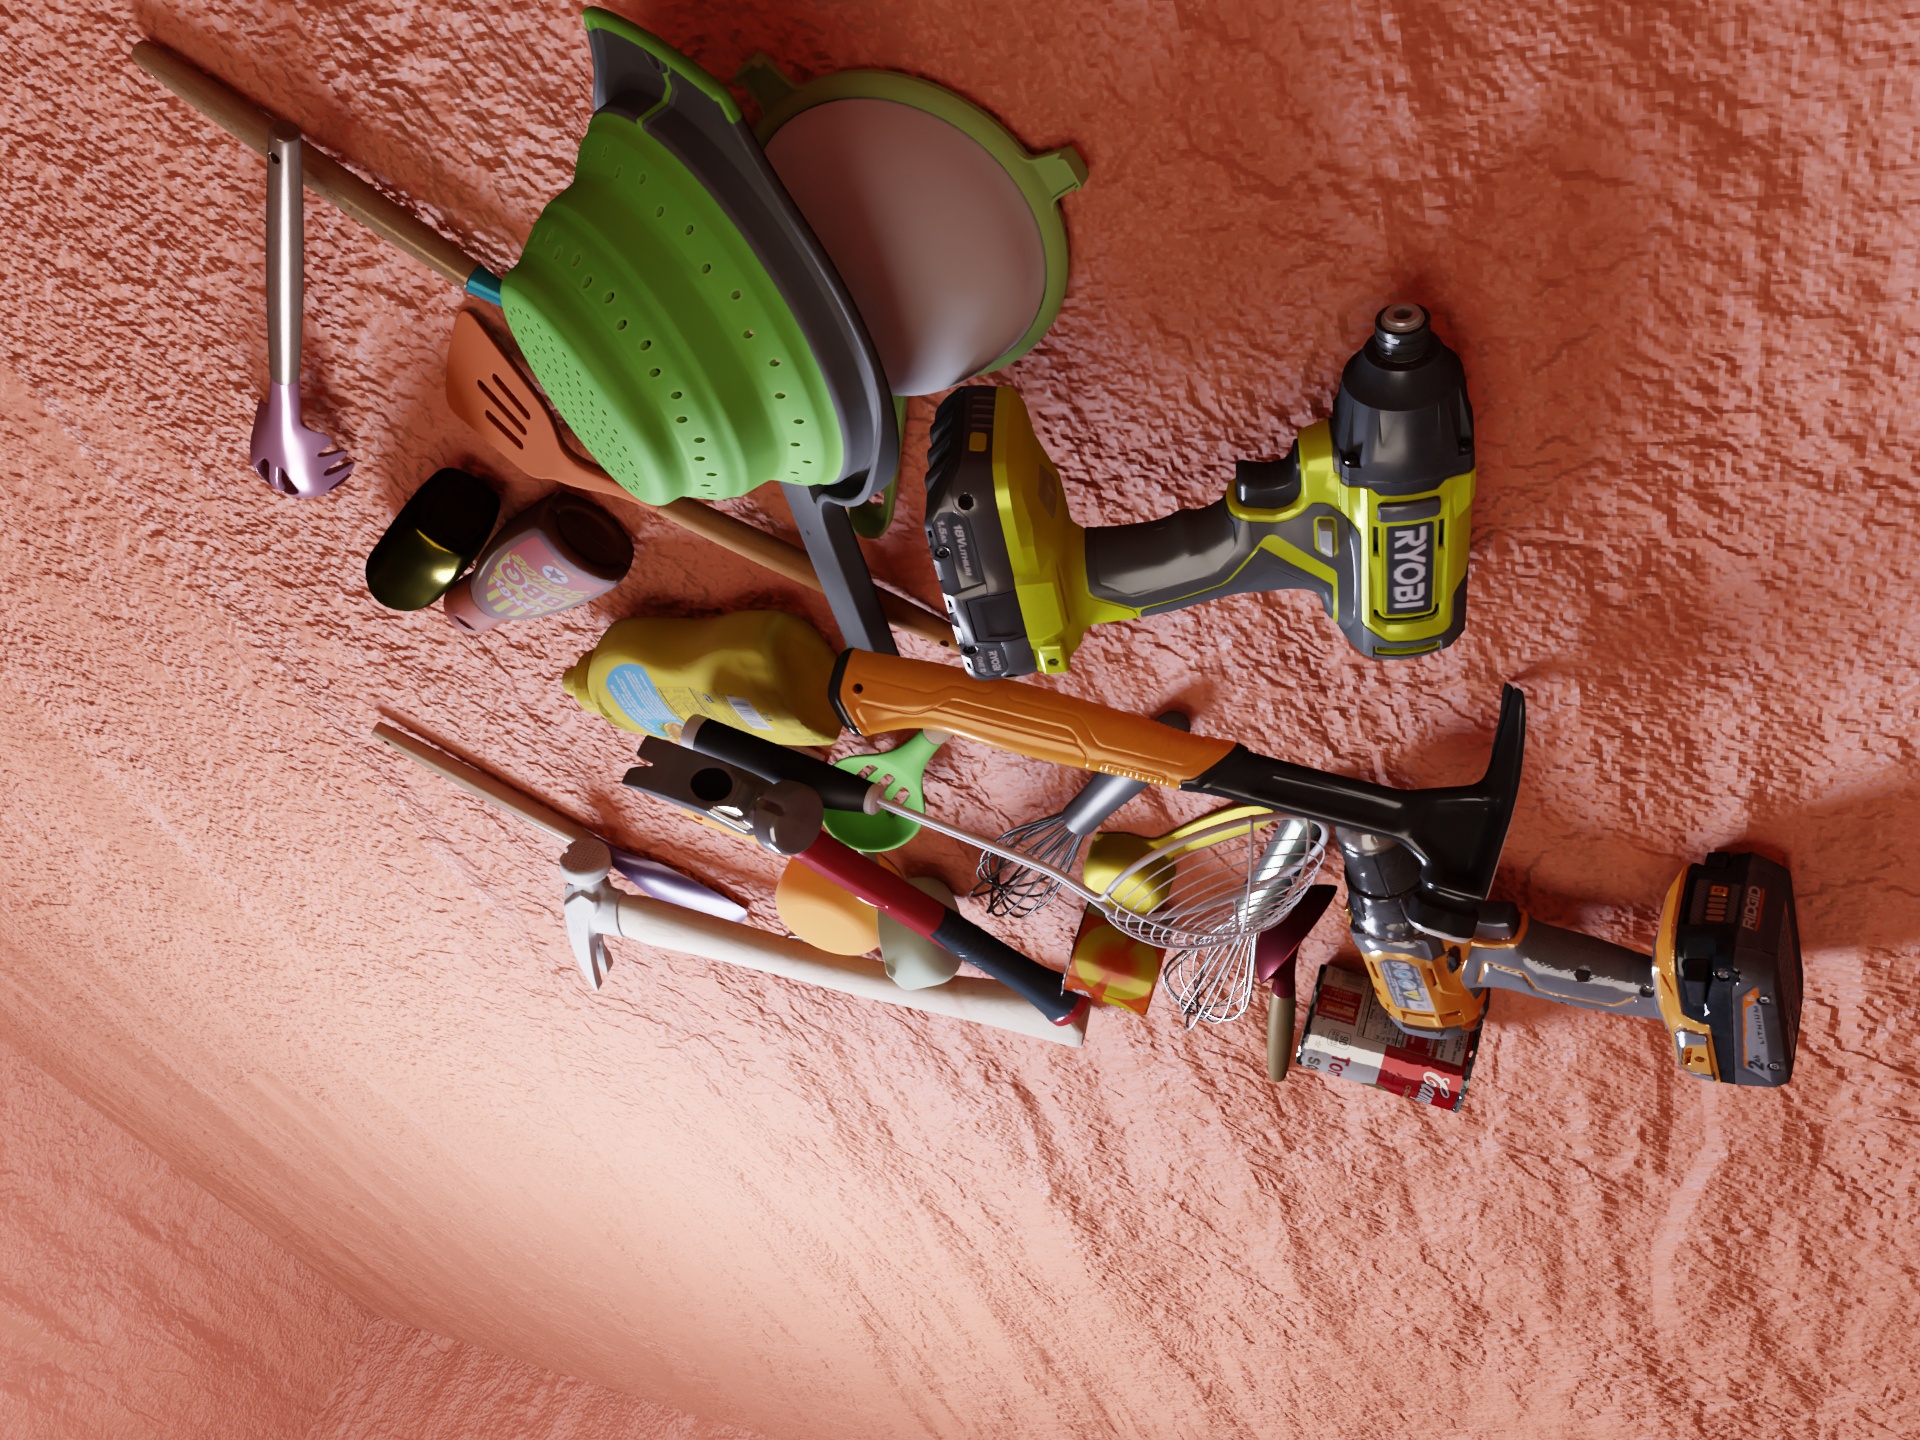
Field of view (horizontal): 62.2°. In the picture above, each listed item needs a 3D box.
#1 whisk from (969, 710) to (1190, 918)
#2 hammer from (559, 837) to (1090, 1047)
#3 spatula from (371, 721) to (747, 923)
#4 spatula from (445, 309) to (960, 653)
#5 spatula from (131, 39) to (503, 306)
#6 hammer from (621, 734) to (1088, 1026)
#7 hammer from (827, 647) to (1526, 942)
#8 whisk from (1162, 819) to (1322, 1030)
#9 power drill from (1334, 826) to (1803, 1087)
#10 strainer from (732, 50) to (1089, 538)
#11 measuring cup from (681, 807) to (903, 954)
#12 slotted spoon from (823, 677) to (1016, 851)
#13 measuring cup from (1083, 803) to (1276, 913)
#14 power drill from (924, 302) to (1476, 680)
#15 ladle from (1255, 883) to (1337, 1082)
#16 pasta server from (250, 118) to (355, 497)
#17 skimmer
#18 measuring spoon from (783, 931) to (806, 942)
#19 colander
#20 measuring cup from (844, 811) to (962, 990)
[{"bbox_3d":[0.069,0.058,0.954,0.055,0.055,0.239,30,140,-8],"label":"whisk"},{"bbox_3d":[-0.106,0.192,1.208,0.410,0.038,0.146,12,132,11],"label":"hammer"},{"bbox_3d":[-0.309,0.084,1.230,0.315,0.018,0.059,30,143,-10],"label":"spatula"},{"bbox_3d":[-0.136,-0.116,0.868,0.322,0.041,0.081,25,144,-8],"label":"spatula"},{"bbox_3d":[-0.267,-0.224,0.778,0.317,0.044,0.082,34,174,-8],"label":"spatula"},{"bbox_3d":[-0.040,0.113,0.990,0.143,0.038,0.385,16,164,41],"label":"hammer"},{"bbox_3d":[0.102,0.009,0.780,0.337,0.034,0.127,13,100,4],"label":"hammer"},{"bbox_3d":[0.175,0.120,0.972,0.059,0.058,0.246,27,141,10],"label":"whisk"},{"bbox_3d":[0.316,0.110,0.852,0.226,0.084,0.185,2,138,35],"label":"power drill"},{"bbox_3d":[-0.041,-0.158,0.714,0.151,0.069,0.256,20,143,6],"label":"strainer"},{"bbox_3d":[-0.126,0.112,1.128,0.173,0.052,0.095,22,145,0],"label":"measuring cup"},{"bbox_3d":[-0.001,-0.003,0.926,0.070,0.031,0.313,37,140,-7],"label":"slotted spoon"},{"bbox_3d":[0.131,0.083,0.960,0.062,0.029,0.156,37,145,-18],"label":"measuring cup"},{"bbox_3d":[0.103,-0.093,0.681,0.223,0.080,0.171,-5,139,11],"label":"power drill"},{"bbox_3d":[0.206,0.178,1.010,0.031,0.069,0.315,34,161,24],"label":"ladle"},{"bbox_3d":[-0.354,-0.205,0.844,0.060,0.040,0.316,29,148,-8],"label":"pasta server"},{"bbox_3d":[0.019,0.041,0.893,0.363,0.090,0.127,20,159,15],"label":"skimmer"},{"bbox_3d":[-0.080,0.185,1.236,0.124,0.018,0.034,15,132,2],"label":"measuring spoon"},{"bbox_3d":[-0.107,-0.111,0.726,0.205,0.094,0.396,42,162,34],"label":"colander"},{"bbox_3d":[-0.039,0.107,1.074,0.038,0.083,0.167,-11,117,20],"label":"measuring cup"}]
